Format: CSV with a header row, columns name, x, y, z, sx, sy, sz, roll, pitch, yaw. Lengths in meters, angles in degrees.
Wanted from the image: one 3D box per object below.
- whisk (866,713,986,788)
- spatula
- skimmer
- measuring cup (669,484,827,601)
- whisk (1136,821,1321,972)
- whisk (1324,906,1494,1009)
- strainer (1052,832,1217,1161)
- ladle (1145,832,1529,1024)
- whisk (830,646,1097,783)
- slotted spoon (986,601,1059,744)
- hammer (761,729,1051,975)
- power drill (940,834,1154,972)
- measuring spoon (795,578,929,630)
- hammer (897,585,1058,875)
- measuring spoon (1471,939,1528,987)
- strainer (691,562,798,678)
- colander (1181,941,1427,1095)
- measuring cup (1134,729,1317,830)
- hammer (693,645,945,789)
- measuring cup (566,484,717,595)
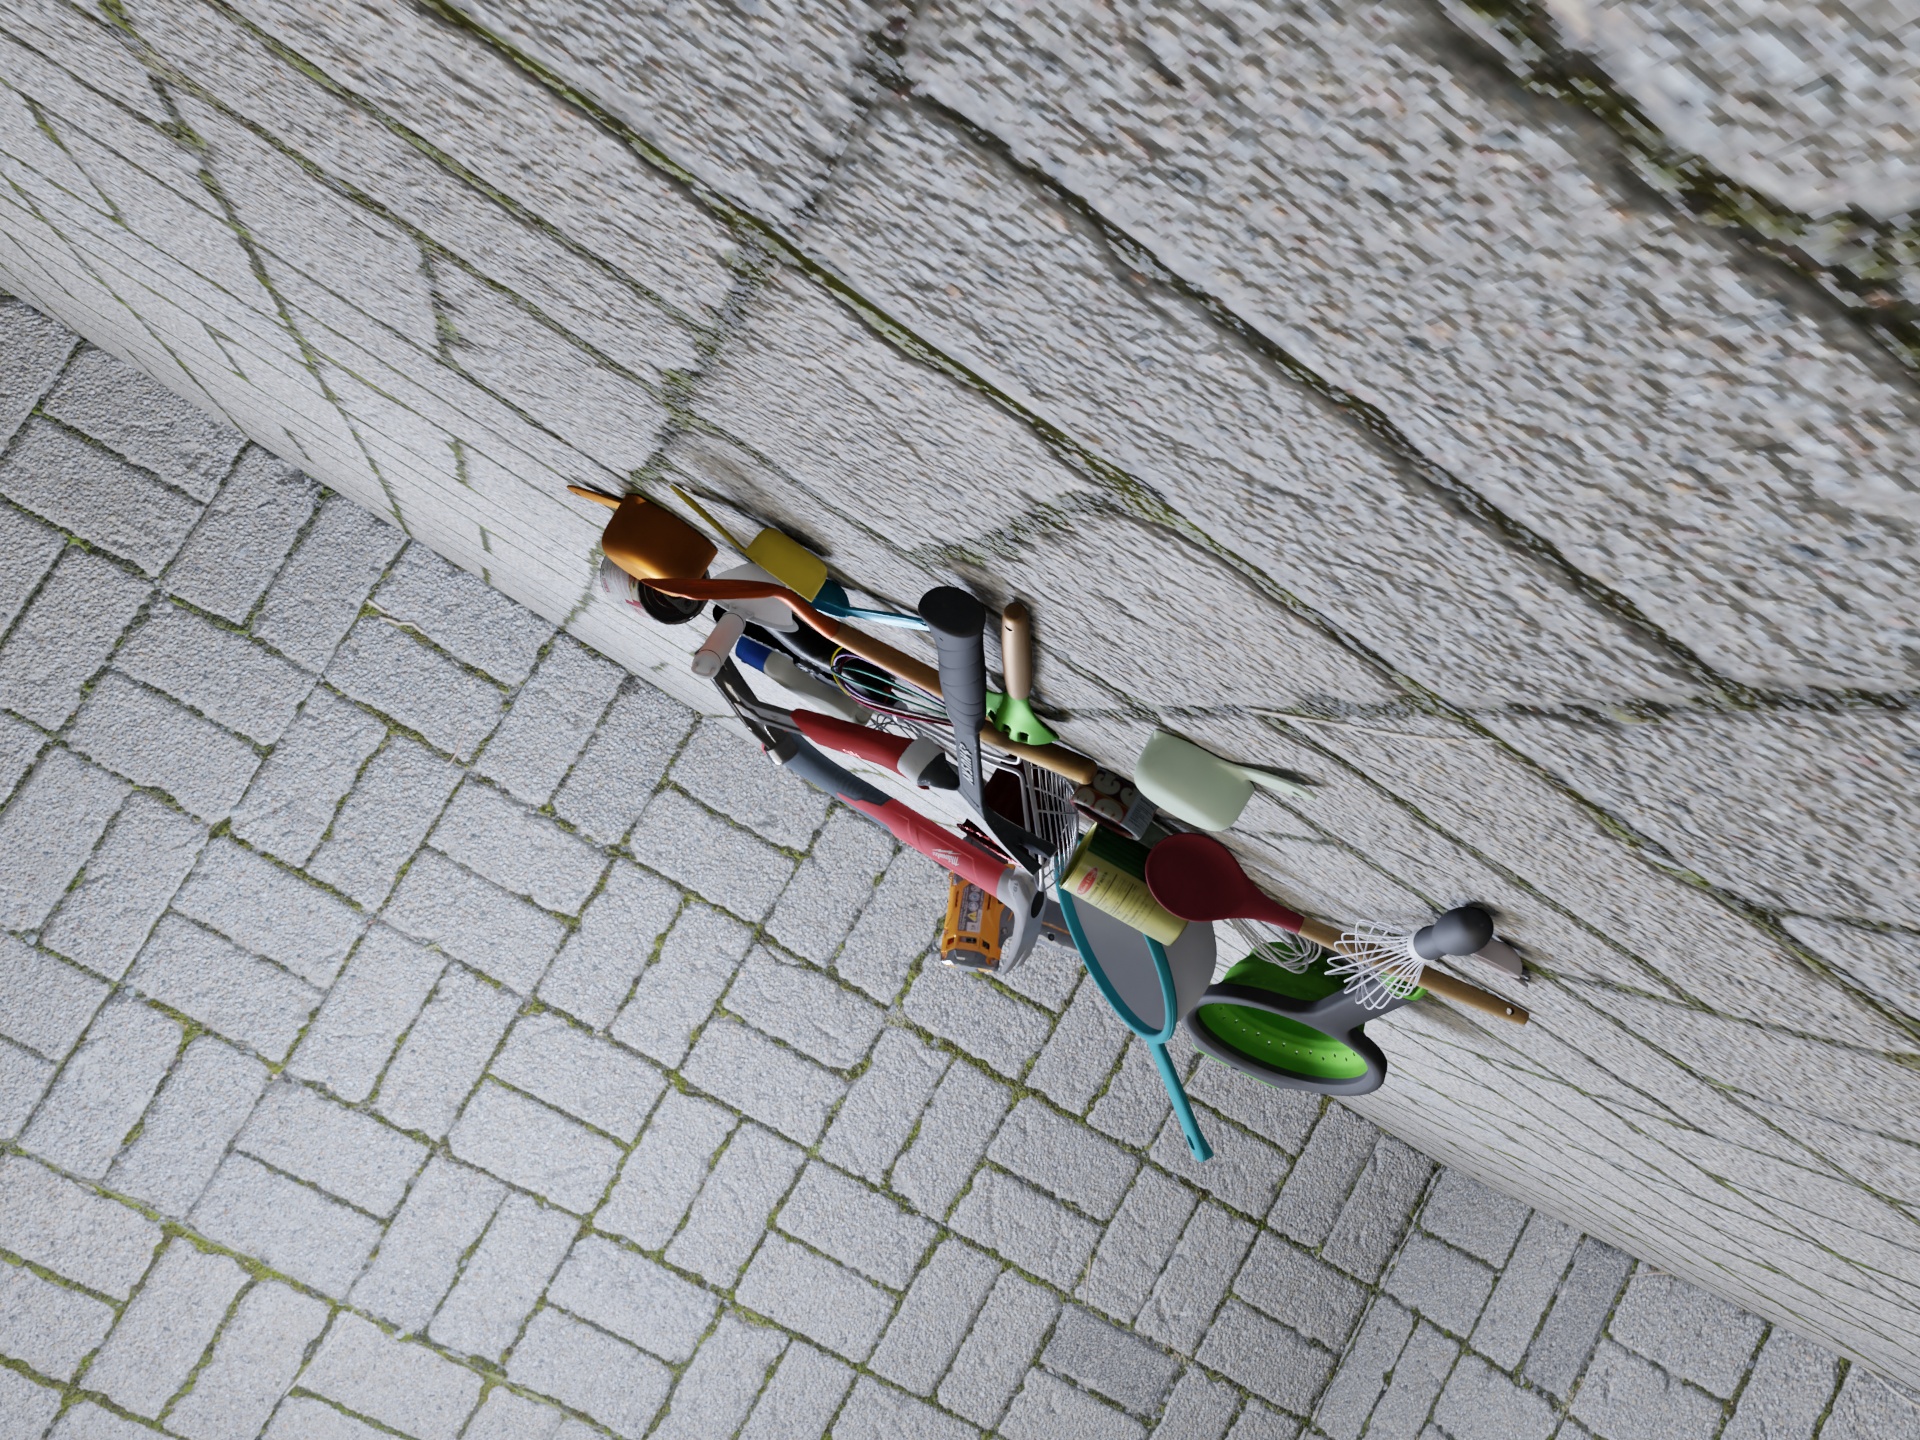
name,x,y,z,sx,sy,sz,roll,pitch,yaw
whisk,-0.030,0.048,1.681,0.055,0.055,0.238,24,173,38
spatula,-0.078,-0.048,1.155,0.322,0.041,0.081,27,177,-35
skimmer,-0.032,0.029,1.407,0.364,0.090,0.127,28,139,37
measuring cup,-0.149,-0.134,1.101,0.157,0.029,0.062,39,-177,31
whisk,0.217,0.143,1.376,0.246,0.058,0.059,37,134,-15
whisk,0.312,0.159,1.102,0.070,0.070,0.284,30,167,7
strainer,0.199,0.243,1.485,0.340,0.095,0.211,68,164,-8
ladle,0.295,0.171,1.257,0.315,0.069,0.031,23,172,11
whisk,-0.002,-0.006,1.279,0.245,0.047,0.051,23,-178,19
slotted spoon,0.036,-0.028,1.049,0.070,0.031,0.313,33,171,9
hammer,-0.068,0.113,1.632,0.387,0.143,0.038,29,-148,35
power drill,0.098,0.173,1.631,0.226,0.185,0.084,5,166,13
measuring spoon,-0.063,-0.083,1.122,0.129,0.021,0.042,13,168,36
hammer,0.007,0.008,1.102,0.149,0.036,0.408,40,166,14
measuring spoon,0.372,0.165,1.078,0.034,0.018,0.124,25,177,31
strainer,-0.166,-0.075,1.179,0.087,0.050,0.259,25,-161,-6
colander,0.344,0.251,1.487,0.204,0.094,0.397,26,154,-2
measuring cup,0.164,0.047,0.987,0.083,0.038,0.168,34,173,-21
hammer,-0.127,0.003,1.466,0.359,0.037,0.149,14,142,56
measuring cup,-0.280,-0.153,1.317,0.174,0.052,0.095,23,169,33
